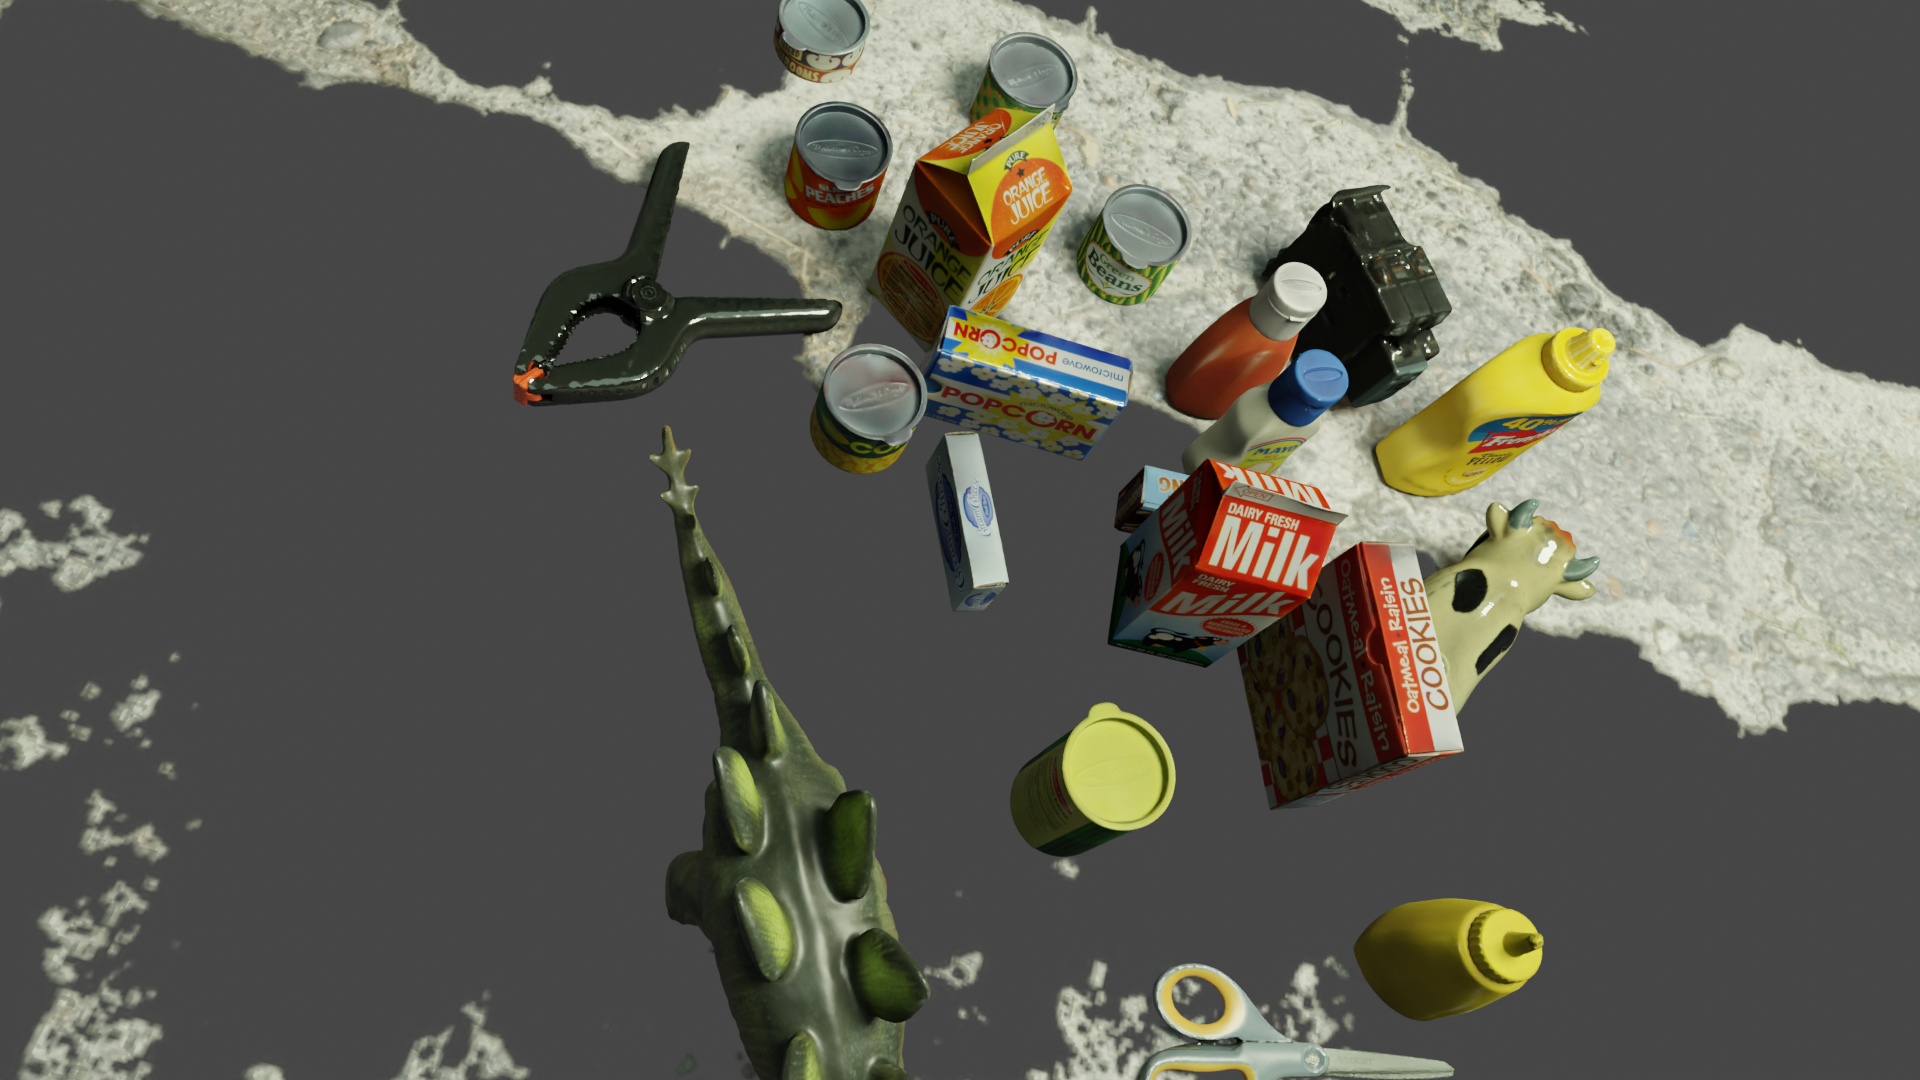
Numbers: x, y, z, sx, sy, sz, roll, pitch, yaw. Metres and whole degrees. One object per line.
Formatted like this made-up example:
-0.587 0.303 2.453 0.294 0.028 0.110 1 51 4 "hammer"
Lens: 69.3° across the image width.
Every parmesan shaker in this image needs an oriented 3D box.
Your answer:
0.074 0.141 0.809 0.071 0.102 0.071 6 68 -14 "parmesan shaker"

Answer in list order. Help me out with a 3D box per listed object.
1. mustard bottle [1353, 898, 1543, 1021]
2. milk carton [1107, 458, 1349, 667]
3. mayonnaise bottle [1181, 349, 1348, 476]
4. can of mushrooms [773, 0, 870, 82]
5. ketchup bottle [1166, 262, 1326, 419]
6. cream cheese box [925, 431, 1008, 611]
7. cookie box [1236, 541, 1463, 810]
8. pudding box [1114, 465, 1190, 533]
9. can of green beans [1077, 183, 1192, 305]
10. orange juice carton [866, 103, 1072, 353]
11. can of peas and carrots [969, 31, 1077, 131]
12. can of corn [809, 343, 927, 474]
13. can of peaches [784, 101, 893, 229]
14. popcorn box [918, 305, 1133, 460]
0.289 0.238 0.799 0.049 0.159 0.065 -29 80 -24 "mustard bottle"
0.156 0.011 0.836 0.072 0.189 0.074 15 66 -10 "milk carton"
0.200 -0.074 0.905 0.065 0.147 0.041 -6 71 -18 "mayonnaise bottle"
-0.102 -0.365 0.999 0.071 0.033 0.071 6 68 -14 "can of mushrooms"
0.193 -0.131 0.925 0.065 0.148 0.044 3 69 -15 "ketchup bottle"
0.003 -0.011 0.877 0.024 0.053 0.104 -5 71 -18 "cream cheese box"
0.226 0.086 0.838 0.040 0.166 0.123 -2 70 -16 "cookie box"
0.150 -0.020 0.924 0.084 0.049 0.030 12 67 -11 "pudding box"
0.122 -0.209 0.987 0.071 0.057 0.071 6 68 -14 "can of green beans"
0.007 -0.199 0.876 0.072 0.192 0.073 -39 83 -25 "orange juice carton"
0.047 -0.323 1.011 0.071 0.058 0.071 6 68 -14 "can of peas and carrots"
-0.059 -0.080 0.884 0.071 0.058 0.071 6 68 -14 "can of corn"
-0.084 -0.252 0.946 0.071 0.057 0.071 6 68 -14 "can of peaches"
0.038 -0.100 0.905 0.127 0.085 0.038 15 66 -10 "popcorn box"
